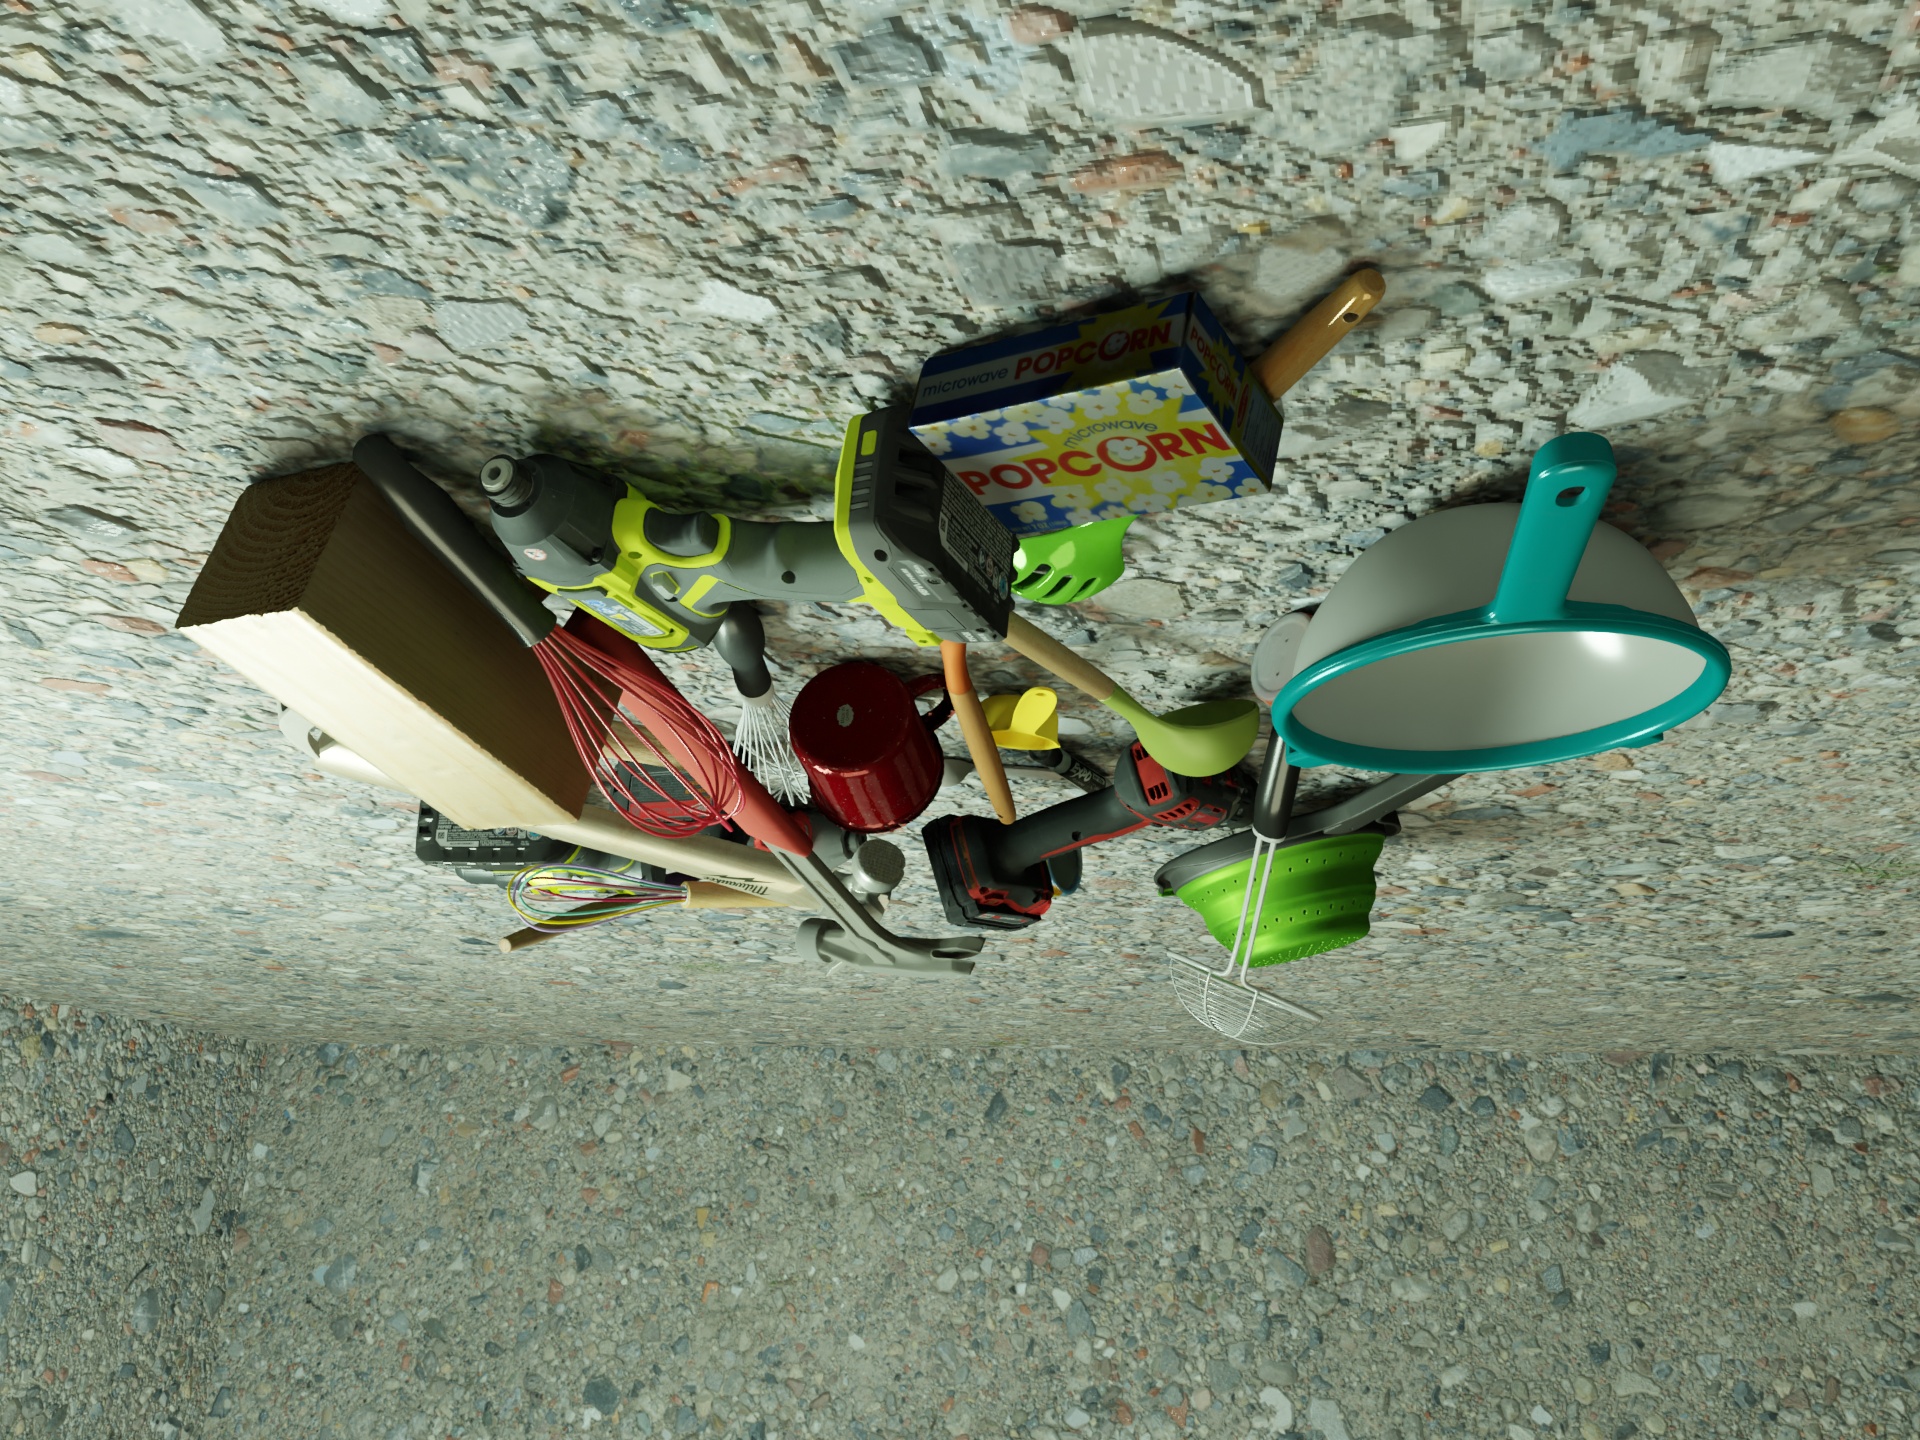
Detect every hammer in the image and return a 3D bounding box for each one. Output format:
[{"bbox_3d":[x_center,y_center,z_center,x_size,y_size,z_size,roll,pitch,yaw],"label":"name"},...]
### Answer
[{"bbox_3d":[-0.126,0.053,1.002,0.149,0.037,0.358,-2,139,36],"label":"hammer"},{"bbox_3d":[-0.285,0.004,1.029,0.130,0.031,0.331,-20,162,30],"label":"hammer"},{"bbox_3d":[-0.253,0.085,1.139,0.410,0.038,0.146,18,138,-10],"label":"hammer"}]

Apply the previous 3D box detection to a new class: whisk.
[{"bbox_3d":[-0.128,-0.008,1.023,0.070,0.070,0.284,2,158,2],"label":"whisk"},{"bbox_3d":[-0.242,0.136,1.275,0.244,0.051,0.047,4,-157,-34],"label":"whisk"},{"bbox_3d":[-0.205,-0.033,0.817,0.073,0.073,0.295,-9,135,31],"label":"whisk"}]

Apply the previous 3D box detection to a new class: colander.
[{"bbox_3d":[0.299,0.115,1.224,0.204,0.095,0.397,-5,161,-26],"label":"colander"}]

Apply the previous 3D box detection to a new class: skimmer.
[{"bbox_3d":[0.221,0.107,1.142,0.127,0.090,0.363,21,133,21],"label":"skimmer"}]

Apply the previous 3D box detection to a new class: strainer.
[{"bbox_3d":[0.246,-0.069,0.725,0.211,0.095,0.340,-4,159,10],"label":"strainer"}]

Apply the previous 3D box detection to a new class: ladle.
[{"bbox_3d":[0.072,-0.040,0.937,0.078,0.062,0.319,-4,155,43],"label":"ladle"}]

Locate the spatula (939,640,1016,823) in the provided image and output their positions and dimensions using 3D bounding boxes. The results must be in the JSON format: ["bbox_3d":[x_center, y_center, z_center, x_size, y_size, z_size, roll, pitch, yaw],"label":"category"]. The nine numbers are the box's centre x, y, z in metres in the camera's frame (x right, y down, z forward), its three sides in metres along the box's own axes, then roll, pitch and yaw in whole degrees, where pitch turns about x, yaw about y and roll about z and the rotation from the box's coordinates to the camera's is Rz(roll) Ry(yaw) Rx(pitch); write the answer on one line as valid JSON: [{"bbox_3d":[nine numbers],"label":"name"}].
[{"bbox_3d":[-0.002,-0.003,0.972,0.081,0.041,0.322,25,159,24],"label":"spatula"}]

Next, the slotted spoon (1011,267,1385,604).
[{"bbox_3d":[0.092,-0.113,0.716,0.070,0.031,0.313,12,158,-19],"label":"slotted spoon"}]

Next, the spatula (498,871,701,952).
[{"bbox_3d":[-0.317,0.167,1.452,0.060,0.018,0.316,-3,-175,22],"label":"spatula"}]

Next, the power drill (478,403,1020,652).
[{"bbox_3d":[-0.098,-0.086,0.746,0.223,0.080,0.171,-1,163,21],"label":"power drill"}]

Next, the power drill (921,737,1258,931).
[{"bbox_3d":[0.107,0.080,1.174,0.226,0.080,0.187,-26,159,24],"label":"power drill"}]

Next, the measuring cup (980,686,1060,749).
[{"bbox_3d":[0.043,-0.011,1.009,0.062,0.029,0.156,8,166,-4],"label":"measuring cup"}]

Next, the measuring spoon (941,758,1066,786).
[{"bbox_3d":[0.034,0.045,1.217,0.124,0.018,0.034,4,162,-8],"label":"measuring spoon"}]

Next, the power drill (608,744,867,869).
[{"bbox_3d":[-0.174,0.085,1.281,0.143,0.079,0.219,-4,164,19],"label":"power drill"}]

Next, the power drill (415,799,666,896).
[{"bbox_3d":[-0.374,0.106,1.365,0.190,0.080,0.228,-1,165,6],"label":"power drill"}]

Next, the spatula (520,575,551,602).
[{"bbox_3d":[-0.306,-0.050,0.966,0.082,0.044,0.317,16,153,-35],"label":"spatula"}]
